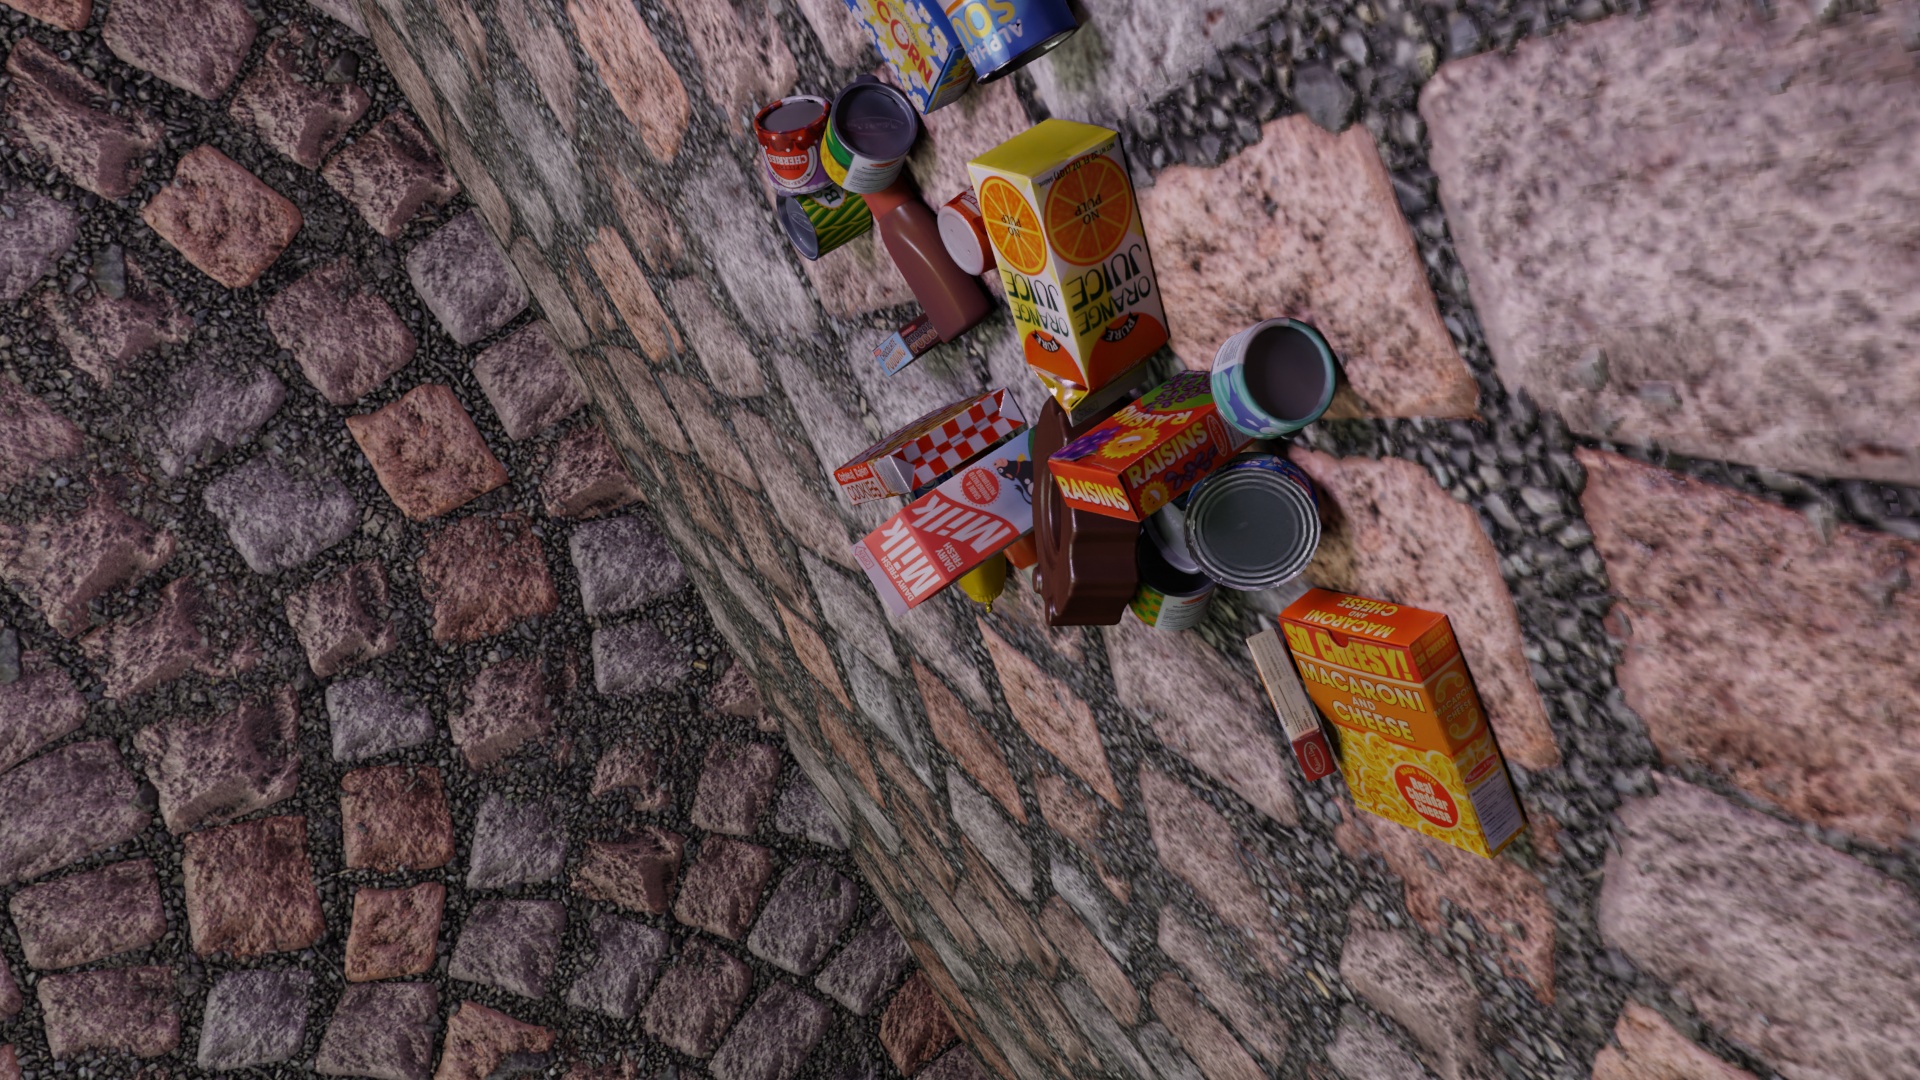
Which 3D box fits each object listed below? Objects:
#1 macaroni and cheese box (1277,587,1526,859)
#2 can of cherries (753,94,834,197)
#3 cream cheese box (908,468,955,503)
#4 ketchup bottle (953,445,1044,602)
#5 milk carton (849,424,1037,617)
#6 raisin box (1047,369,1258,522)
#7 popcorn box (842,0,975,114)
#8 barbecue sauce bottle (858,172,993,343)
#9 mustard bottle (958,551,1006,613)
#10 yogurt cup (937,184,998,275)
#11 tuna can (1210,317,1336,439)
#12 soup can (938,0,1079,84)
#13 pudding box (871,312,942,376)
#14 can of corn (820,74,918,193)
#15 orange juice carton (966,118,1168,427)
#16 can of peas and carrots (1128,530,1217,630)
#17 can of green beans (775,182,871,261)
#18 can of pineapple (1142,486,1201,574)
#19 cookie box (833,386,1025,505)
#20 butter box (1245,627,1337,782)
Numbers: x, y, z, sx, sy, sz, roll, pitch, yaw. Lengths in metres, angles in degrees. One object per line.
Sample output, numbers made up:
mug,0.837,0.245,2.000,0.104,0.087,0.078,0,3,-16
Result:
macaroni and cheese box,0.289,0.118,0.916,0.123,0.040,0.166,12,133,63
can of cherries,-0.136,-0.332,1.169,0.071,0.072,0.058,39,154,39
cream cheese box,-0.020,-0.046,1.323,0.024,0.053,0.104,44,-164,-47
ketchup bottle,0.050,-0.014,1.270,0.148,0.043,0.064,59,165,-7
milk carton,0.004,-0.014,1.155,0.072,0.191,0.073,55,160,4
raisin box,0.129,-0.063,0.885,0.086,0.124,0.040,18,138,61
popcorn box,-0.036,-0.363,0.934,0.126,0.038,0.085,55,162,3
barbecue sauce bottle,-0.031,-0.234,1.118,0.148,0.044,0.064,58,160,-3
mustard bottle,0.016,0.014,1.388,0.065,0.049,0.159,39,155,41
yogurt cup,0.020,-0.225,0.992,0.072,0.054,0.072,48,159,25
tuna can,0.182,-0.092,0.801,0.071,0.071,0.032,58,160,-4
soup can,0.020,-0.321,0.816,0.083,0.071,0.071,60,160,-10
pudding box,-0.041,-0.176,1.222,0.030,0.050,0.083,57,161,-6
can of corn,-0.071,-0.309,1.061,0.071,0.071,0.058,55,161,3
orange juice carton,0.077,-0.171,0.916,0.073,0.072,0.191,32,149,51
can of peas and carrots,0.159,0.025,1.043,0.071,0.071,0.058,48,159,23
can of green beans,-0.120,-0.288,1.219,0.071,0.058,0.071,47,159,25
can of pineapple,0.167,-0.019,0.962,0.071,0.058,0.070,47,158,25
cookie box,-0.032,-0.083,1.236,0.040,0.123,0.167,61,160,-9
butter box,0.235,0.115,0.990,0.104,0.024,0.053,-103,-13,-49
